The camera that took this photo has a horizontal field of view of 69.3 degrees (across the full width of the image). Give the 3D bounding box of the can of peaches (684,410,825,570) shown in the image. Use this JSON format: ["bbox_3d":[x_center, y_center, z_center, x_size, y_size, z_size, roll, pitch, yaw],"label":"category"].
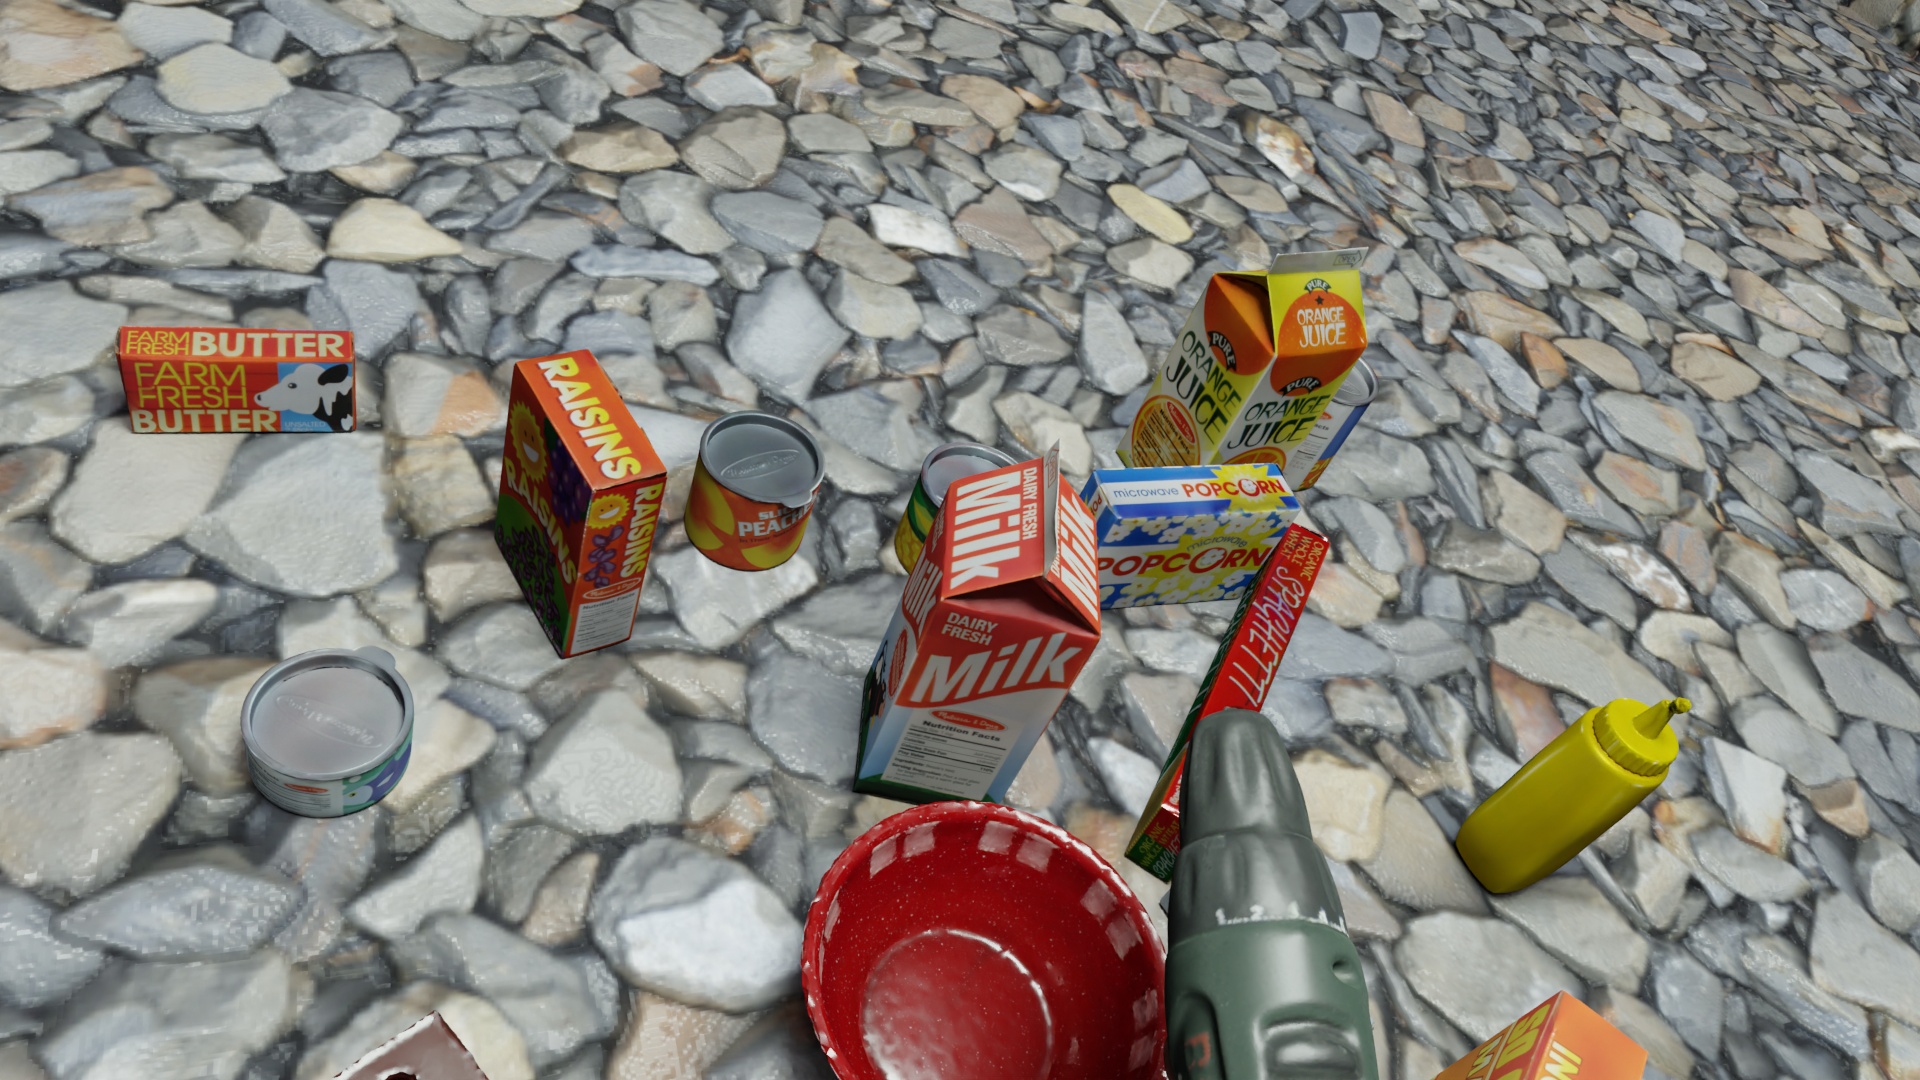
[{"bbox_3d":[-0.109,-0.025,0.739,0.071,0.057,0.071,12,45,-13],"label":"can of peaches"}]

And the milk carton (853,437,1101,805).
[{"bbox_3d":[0.011,0.042,0.633,0.073,0.189,0.073,14,45,-11],"label":"milk carton"}]

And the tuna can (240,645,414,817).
[{"bbox_3d":[-0.267,0.080,0.591,0.071,0.032,0.071,12,45,-13],"label":"tuna can"}]

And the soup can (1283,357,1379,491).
[{"bbox_3d":[0.228,-0.085,0.922,0.071,0.083,0.072,12,46,-13],"label":"soup can"}]

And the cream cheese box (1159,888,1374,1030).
[{"bbox_3d":[0.140,0.194,0.643,0.024,0.053,0.104,-16,57,-34],"label":"cream cheese box"}]

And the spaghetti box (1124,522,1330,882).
[{"bbox_3d":[0.151,0.078,0.760,0.029,0.049,0.251,31,44,6],"label":"spaghetti box"}]

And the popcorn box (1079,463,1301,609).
[{"bbox_3d":[0.120,-0.002,0.797,0.127,0.084,0.038,-3,51,-26],"label":"popcorn box"}]

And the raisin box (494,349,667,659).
[{"bbox_3d":[-0.181,-0.016,0.654,0.040,0.122,0.086,-17,57,-34],"label":"raisin box"}]

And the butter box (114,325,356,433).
[{"bbox_3d":[-0.356,-0.079,0.688,0.104,0.052,0.024,-2,50,-25],"label":"butter box"}]

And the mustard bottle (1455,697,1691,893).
[{"bbox_3d":[0.319,0.123,0.711,0.065,0.159,0.049,-13,56,-32],"label":"mustard bottle"}]

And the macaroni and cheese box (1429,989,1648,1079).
[{"bbox_3d":[0.176,0.256,0.520,0.040,0.165,0.124,37,45,12],"label":"macaroni and cheese box"}]

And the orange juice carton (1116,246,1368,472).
[{"bbox_3d":[0.172,-0.098,0.832,0.072,0.191,0.073,-8,53,-29],"label":"orange juice carton"}]

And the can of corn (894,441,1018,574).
[{"bbox_3d":[0.003,-0.010,0.773,0.071,0.058,0.071,12,45,-13],"label":"can of corn"}]
